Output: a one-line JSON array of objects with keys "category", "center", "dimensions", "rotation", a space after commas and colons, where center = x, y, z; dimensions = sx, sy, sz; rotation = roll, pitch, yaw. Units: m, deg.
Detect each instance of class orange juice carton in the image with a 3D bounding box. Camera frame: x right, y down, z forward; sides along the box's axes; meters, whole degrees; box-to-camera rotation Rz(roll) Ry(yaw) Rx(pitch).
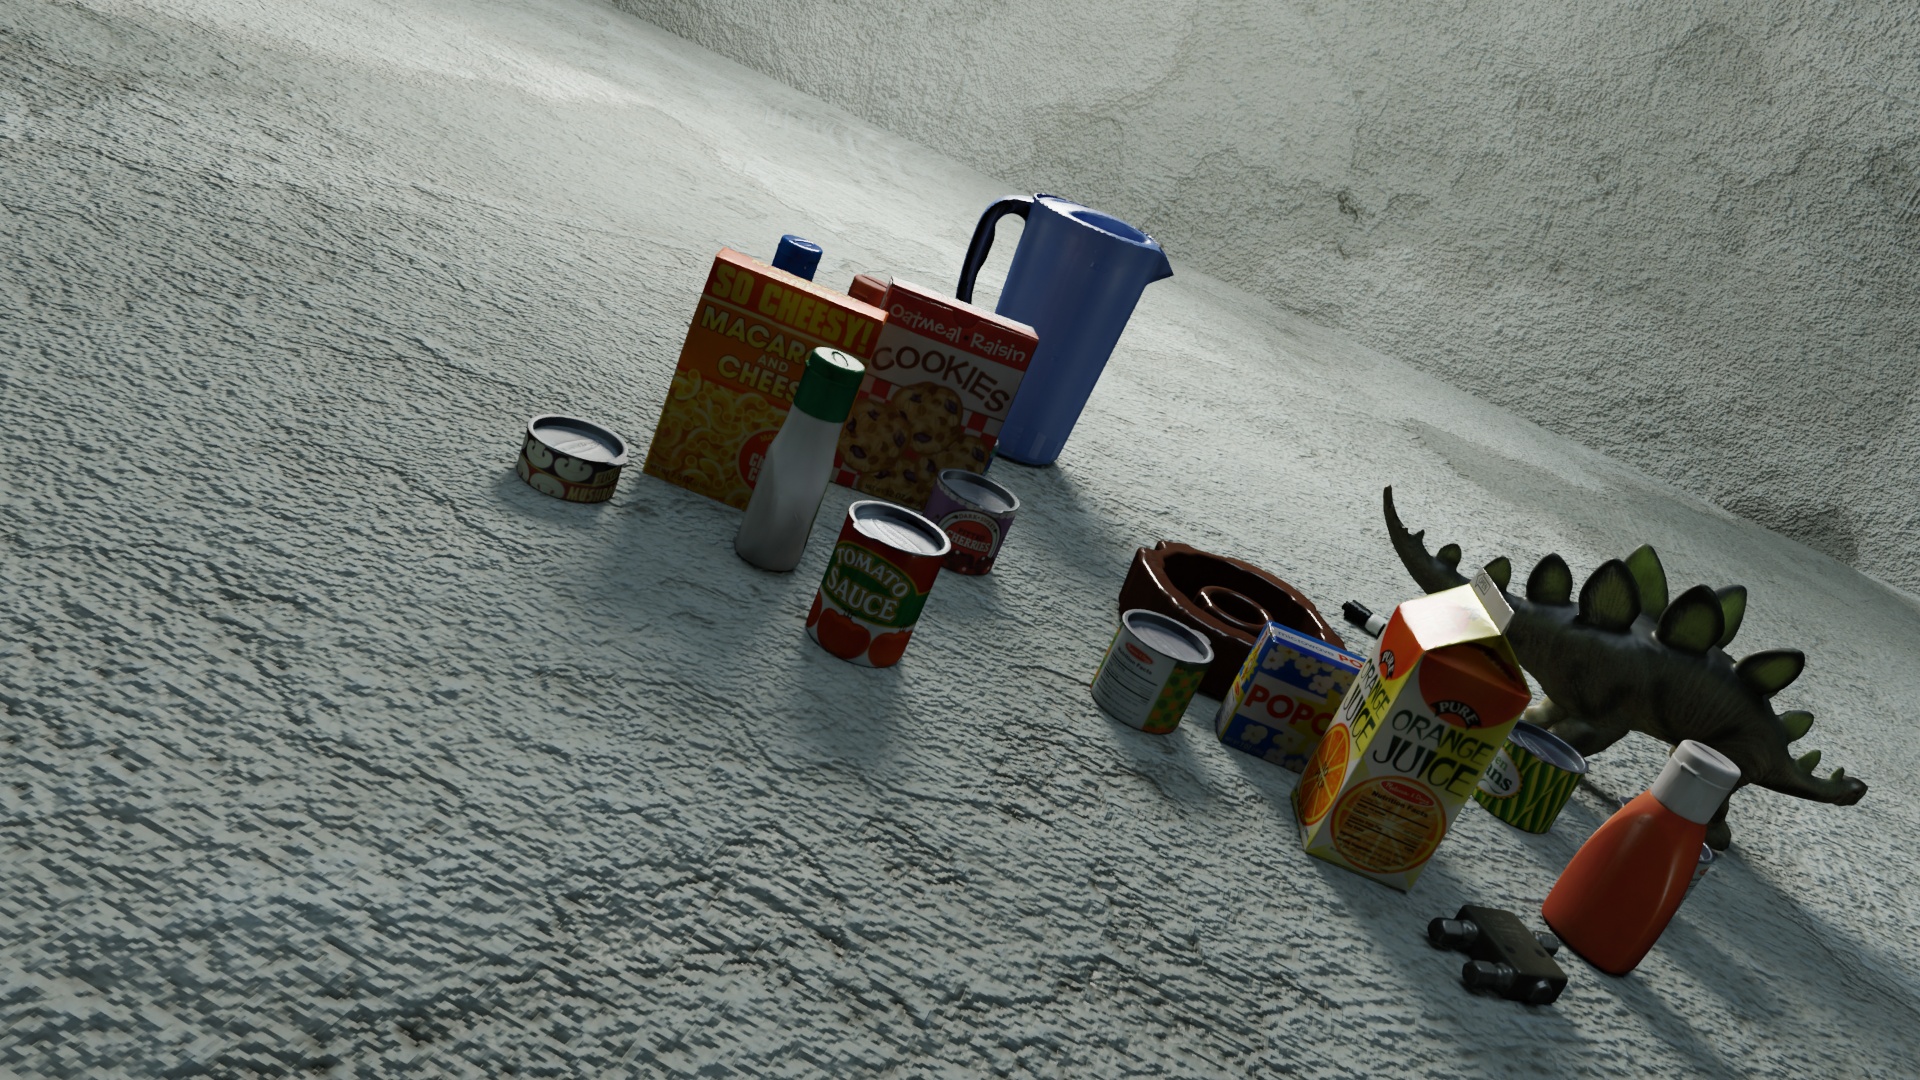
[{"category": "orange juice carton", "center": [0.282, 0.111, 0.852], "dimensions": [0.073, 0.192, 0.072], "rotation": [22, 20, -3]}]

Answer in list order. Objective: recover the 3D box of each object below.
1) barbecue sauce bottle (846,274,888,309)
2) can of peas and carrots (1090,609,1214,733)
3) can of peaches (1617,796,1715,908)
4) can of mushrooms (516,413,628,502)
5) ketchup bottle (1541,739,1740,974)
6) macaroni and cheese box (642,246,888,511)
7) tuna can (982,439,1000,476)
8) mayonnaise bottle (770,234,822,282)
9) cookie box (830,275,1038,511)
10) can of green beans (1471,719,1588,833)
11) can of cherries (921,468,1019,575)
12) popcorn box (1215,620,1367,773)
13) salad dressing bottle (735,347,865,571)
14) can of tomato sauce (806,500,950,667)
[{"category": "barbecue sauce bottle", "center": [-0.095, -0.142, 1.134], "dimensions": [0.065, 0.148, 0.044], "rotation": [30, 21, 17]}, {"category": "can of peas and carrots", "center": [0.130, 0.088, 0.937], "dimensions": [0.071, 0.058, 0.071], "rotation": [20, 21, -8]}, {"category": "can of peaches", "center": [0.478, 0.224, 0.971], "dimensions": [0.071, 0.057, 0.071], "rotation": [20, 21, -8]}, {"category": "can of mushrooms", "center": [-0.254, -0.053, 0.915], "dimensions": [0.071, 0.033, 0.071], "rotation": [20, 21, -8]}, {"category": "ketchup bottle", "center": [0.425, 0.194, 0.862], "dimensions": [0.043, 0.148, 0.065], "rotation": [7, 26, -38]}, {"category": "macaroni and cheese box", "center": [-0.137, -0.105, 0.974], "dimensions": [0.124, 0.165, 0.040], "rotation": [21, 20, -6]}, {"category": "tuna can", "center": [-0.001, -0.086, 1.258], "dimensions": [0.071, 0.032, 0.071], "rotation": [20, 21, -8]}, {"category": "mayonnaise bottle", "center": [-0.157, -0.181, 1.164], "dimensions": [0.041, 0.147, 0.065], "rotation": [32, 22, 22]}, {"category": "cookie box", "center": [-0.026, -0.109, 1.099], "dimensions": [0.123, 0.166, 0.040], "rotation": [18, 21, -14]}, {"category": "can of green beans", "center": [0.420, 0.174, 1.031], "dimensions": [0.071, 0.057, 0.071], "rotation": [20, 21, -8]}, {"category": "can of cherries", "center": [0.004, -0.013, 1.051], "dimensions": [0.071, 0.058, 0.072], "rotation": [20, 21, -8]}, {"category": "popcorn box", "center": [0.250, 0.118, 0.952], "dimensions": [0.127, 0.085, 0.038], "rotation": [22, 20, -4]}, {"category": "salad dressing bottle", "center": [-0.104, -0.053, 0.909], "dimensions": [0.044, 0.147, 0.064], "rotation": [15, 22, -21]}, {"category": "can of tomato sauce", "center": [-0.053, 0.027, 0.860], "dimensions": [0.071, 0.082, 0.071], "rotation": [20, 21, -8]}]
